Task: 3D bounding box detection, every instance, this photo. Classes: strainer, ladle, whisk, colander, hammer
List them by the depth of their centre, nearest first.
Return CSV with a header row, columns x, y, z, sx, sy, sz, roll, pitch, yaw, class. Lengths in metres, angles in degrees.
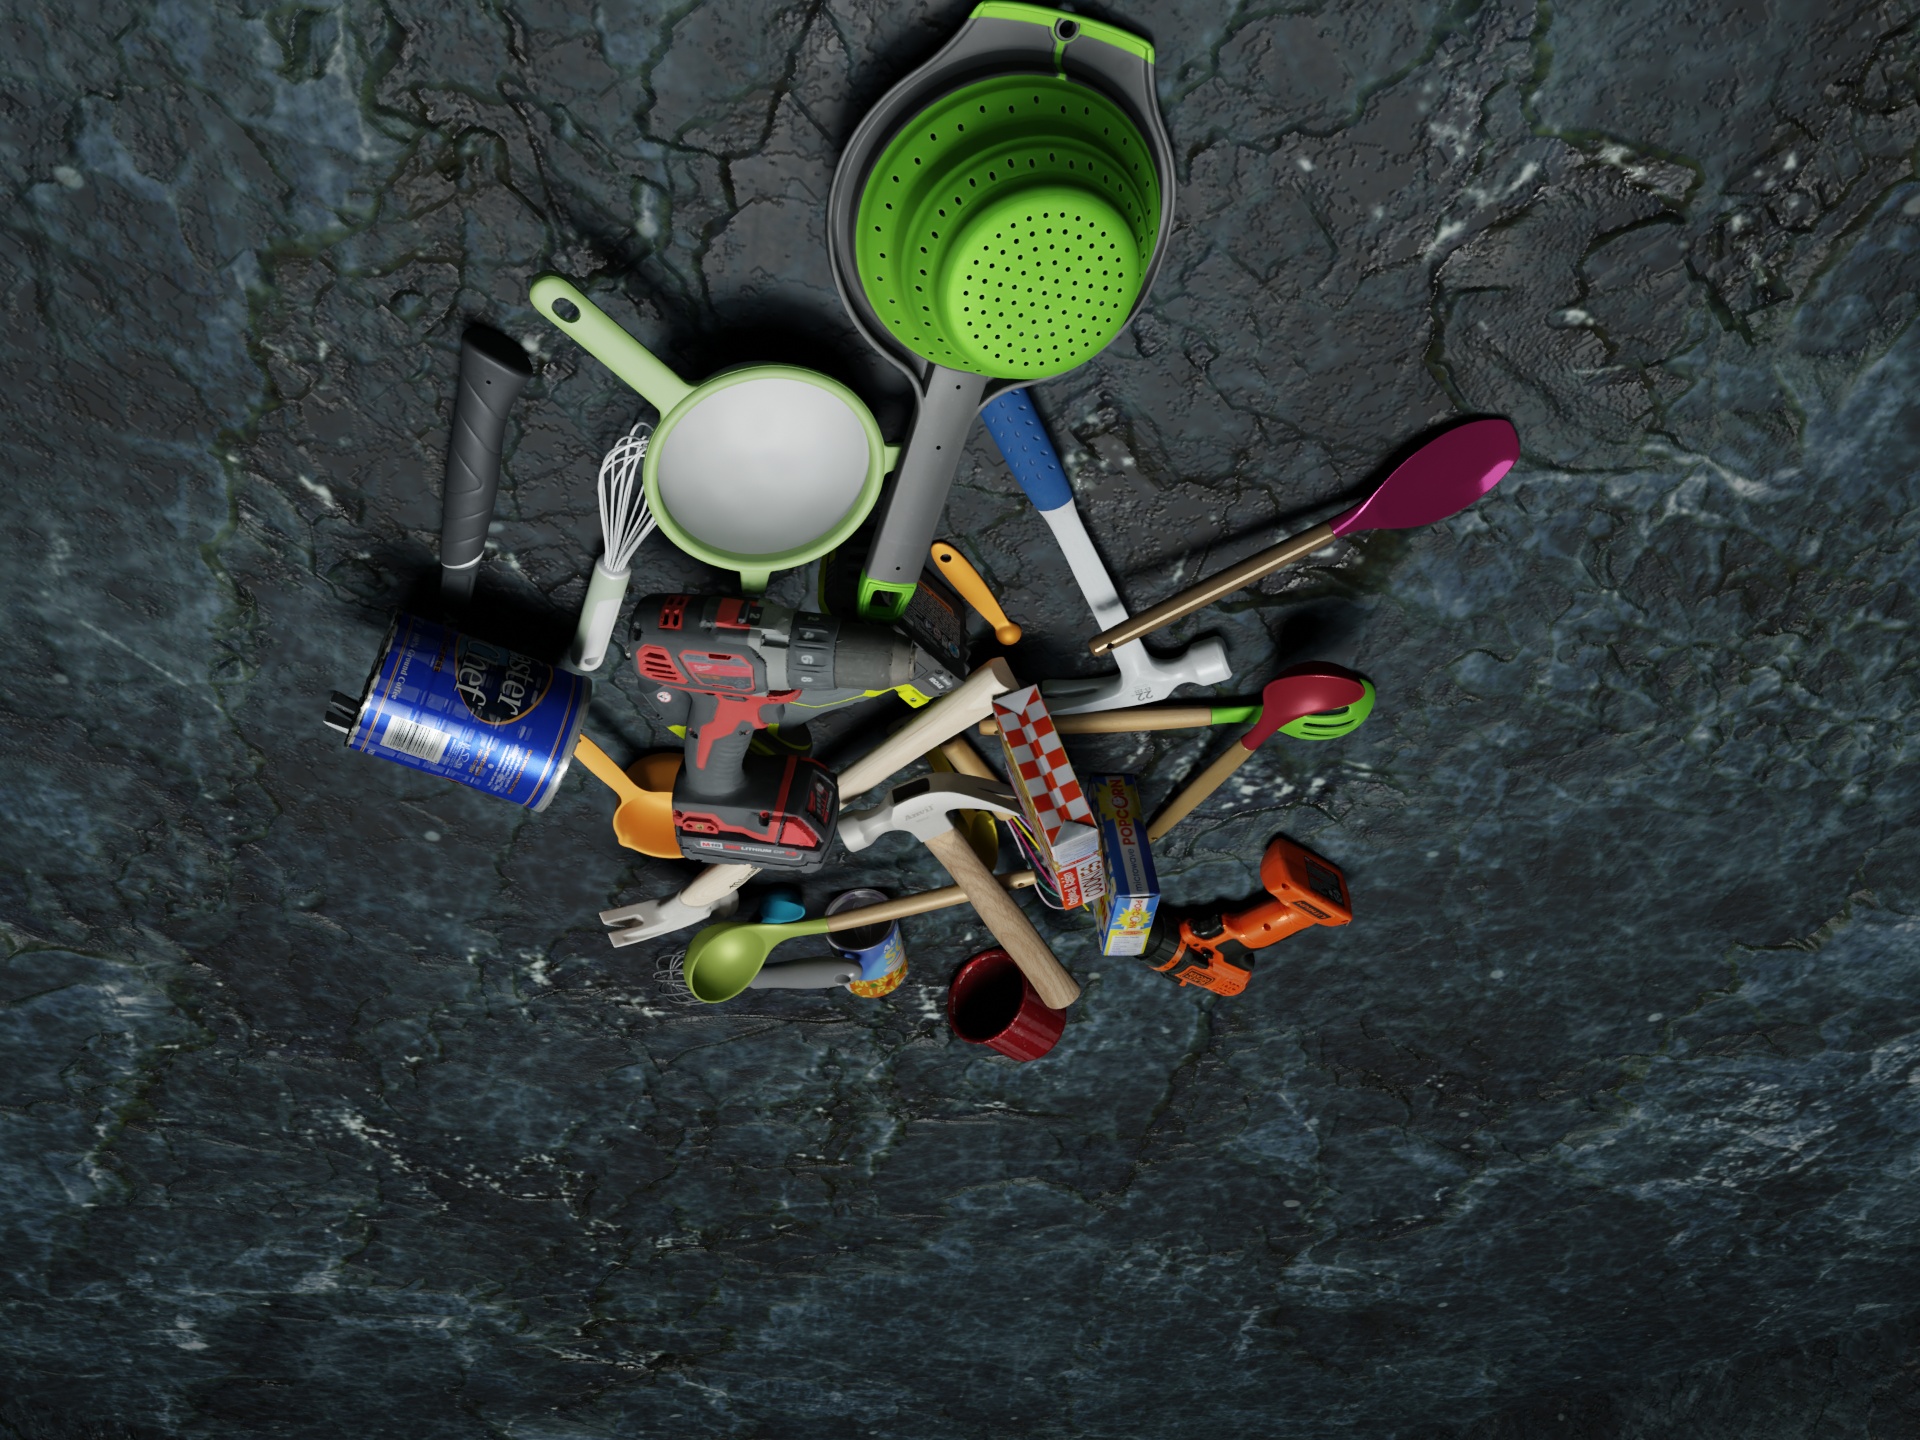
x,y,z,sx,sy,sz,roll,pitch,yaw,class
0.010,-0.194,0.917,0.204,0.095,0.396,5,129,-21,colander
-0.160,-0.197,0.974,0.151,0.069,0.256,-38,130,17,strainer
0.063,-0.139,1.084,0.144,0.035,0.405,-17,137,16,hammer
-0.237,-0.111,1.097,0.057,0.059,0.246,-12,151,-32,whisk
-0.355,-0.103,1.108,0.149,0.036,0.408,12,136,-15,hammer
0.217,0.030,1.256,0.069,0.031,0.315,13,148,-16,ladle
-0.117,0.070,1.263,0.410,0.038,0.146,-36,166,30,hammer
0.029,0.150,1.325,0.130,0.031,0.331,-24,135,11,hammer
0.053,0.089,1.342,0.051,0.047,0.244,-21,133,21,whisk
-0.088,0.179,1.367,0.320,0.062,0.078,-14,137,10,ladle
-0.187,0.230,1.449,0.239,0.055,0.055,-8,141,32,whisk

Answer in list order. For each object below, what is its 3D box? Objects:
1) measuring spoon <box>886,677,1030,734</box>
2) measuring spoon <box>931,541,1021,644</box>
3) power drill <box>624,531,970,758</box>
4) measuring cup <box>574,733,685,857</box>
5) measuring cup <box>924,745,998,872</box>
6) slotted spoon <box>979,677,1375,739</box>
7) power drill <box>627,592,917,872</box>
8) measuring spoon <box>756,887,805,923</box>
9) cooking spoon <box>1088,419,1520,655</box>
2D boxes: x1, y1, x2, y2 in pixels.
x,y,z,sx,sy,sz,roll,pitch,yaw,class
-0.002,-0.004,1.249,0.124,0.018,0.034,-17,137,17,measuring spoon
0.012,-0.090,1.156,0.021,0.011,0.116,-22,135,21,measuring spoon
-0.120,-0.041,1.160,0.223,0.080,0.171,-26,134,29,power drill
-0.256,0.042,1.266,0.095,0.052,0.173,-21,134,20,measuring cup
-0.010,0.069,1.318,0.029,0.062,0.156,-7,129,27,measuring cup
0.171,-0.001,1.256,0.314,0.031,0.070,-3,142,2,slotted spoon
-0.124,0.006,1.104,0.188,0.080,0.226,6,137,3,power drill
-0.181,0.183,1.462,0.042,0.021,0.128,18,144,-23,measuring spoon
0.232,-0.121,1.097,0.319,0.017,0.068,-27,133,12,cooking spoon
